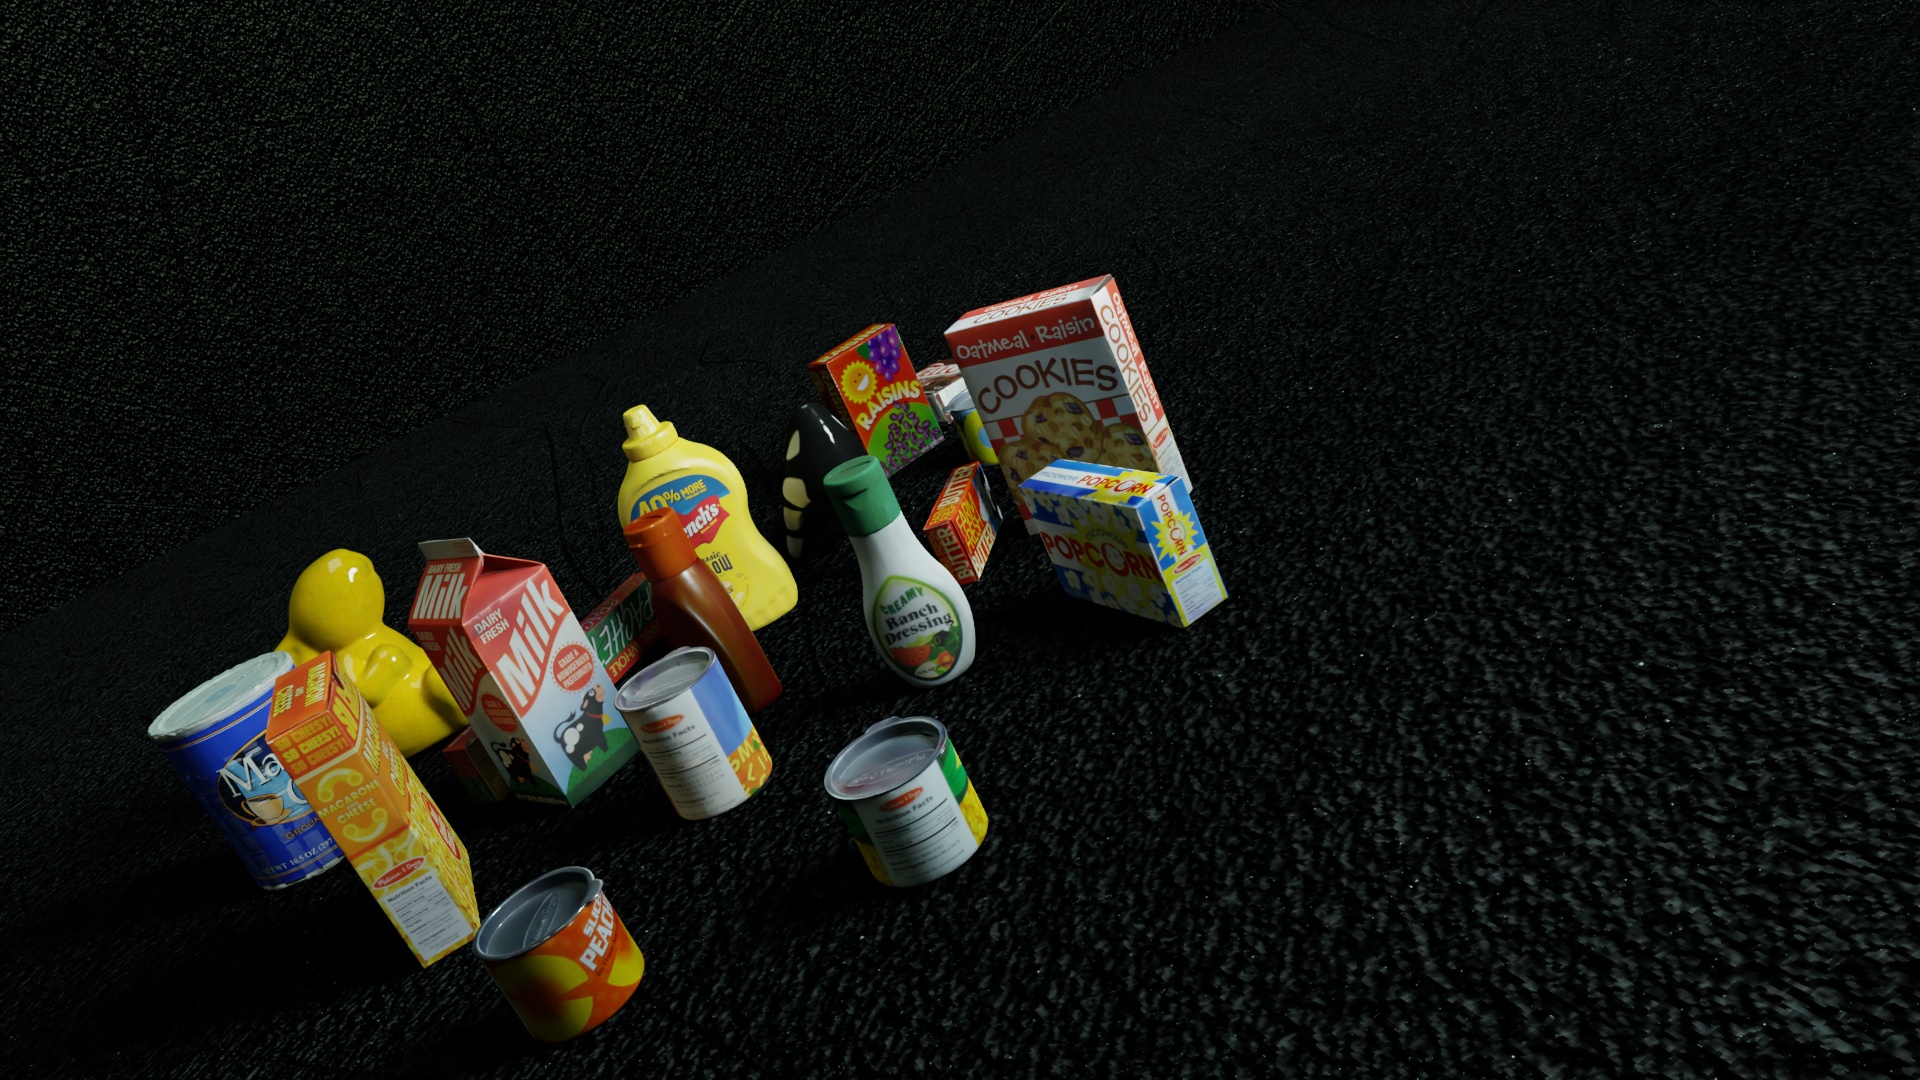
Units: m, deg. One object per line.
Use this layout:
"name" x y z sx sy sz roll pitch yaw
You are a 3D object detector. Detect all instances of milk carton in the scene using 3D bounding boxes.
"milk carton" -0.297 0.081 0.928 0.072 0.190 0.074 -5 28 42

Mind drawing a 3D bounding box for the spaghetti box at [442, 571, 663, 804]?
"spaghetti box" -0.296 0.105 1.067 0.028 0.050 0.251 -12 24 30

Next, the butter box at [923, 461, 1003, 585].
"butter box" 0.004 -0.013 1.024 0.024 0.053 0.104 -16 22 21

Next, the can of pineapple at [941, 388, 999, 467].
"can of pineapple" 0.028 -0.103 1.209 0.071 0.057 0.071 -21 21 8

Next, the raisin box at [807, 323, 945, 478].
"raisin box" -0.077 -0.128 1.288 0.086 0.123 0.040 -36 23 -28

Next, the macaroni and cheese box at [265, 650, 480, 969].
"macaroni and cheese box" -0.351 0.157 0.835 0.040 0.166 0.124 -30 21 -15

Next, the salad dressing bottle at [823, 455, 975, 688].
"salad dressing bottle" -0.039 0.020 0.859 0.064 0.147 0.044 -21 21 8

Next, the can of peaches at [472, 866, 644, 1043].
"can of peaches" -0.200 0.209 0.703 0.071 0.058 0.071 -21 21 8

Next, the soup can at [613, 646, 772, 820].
"soup can" -0.161 0.116 0.847 0.071 0.083 0.071 -21 21 8

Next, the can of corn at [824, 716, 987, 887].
"can of corn" -0.027 0.131 0.704 0.071 0.058 0.071 -21 21 8

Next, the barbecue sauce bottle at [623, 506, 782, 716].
"barbecue sauce bottle" -0.177 0.050 0.933 0.065 0.148 0.044 -5 28 41

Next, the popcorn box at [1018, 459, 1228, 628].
"popcorn box" 0.097 -0.001 0.850 0.038 0.085 0.127 -33 22 -22

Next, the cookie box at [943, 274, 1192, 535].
"cookie box" 0.076 -0.091 0.975 0.123 0.167 0.040 -8 26 36
